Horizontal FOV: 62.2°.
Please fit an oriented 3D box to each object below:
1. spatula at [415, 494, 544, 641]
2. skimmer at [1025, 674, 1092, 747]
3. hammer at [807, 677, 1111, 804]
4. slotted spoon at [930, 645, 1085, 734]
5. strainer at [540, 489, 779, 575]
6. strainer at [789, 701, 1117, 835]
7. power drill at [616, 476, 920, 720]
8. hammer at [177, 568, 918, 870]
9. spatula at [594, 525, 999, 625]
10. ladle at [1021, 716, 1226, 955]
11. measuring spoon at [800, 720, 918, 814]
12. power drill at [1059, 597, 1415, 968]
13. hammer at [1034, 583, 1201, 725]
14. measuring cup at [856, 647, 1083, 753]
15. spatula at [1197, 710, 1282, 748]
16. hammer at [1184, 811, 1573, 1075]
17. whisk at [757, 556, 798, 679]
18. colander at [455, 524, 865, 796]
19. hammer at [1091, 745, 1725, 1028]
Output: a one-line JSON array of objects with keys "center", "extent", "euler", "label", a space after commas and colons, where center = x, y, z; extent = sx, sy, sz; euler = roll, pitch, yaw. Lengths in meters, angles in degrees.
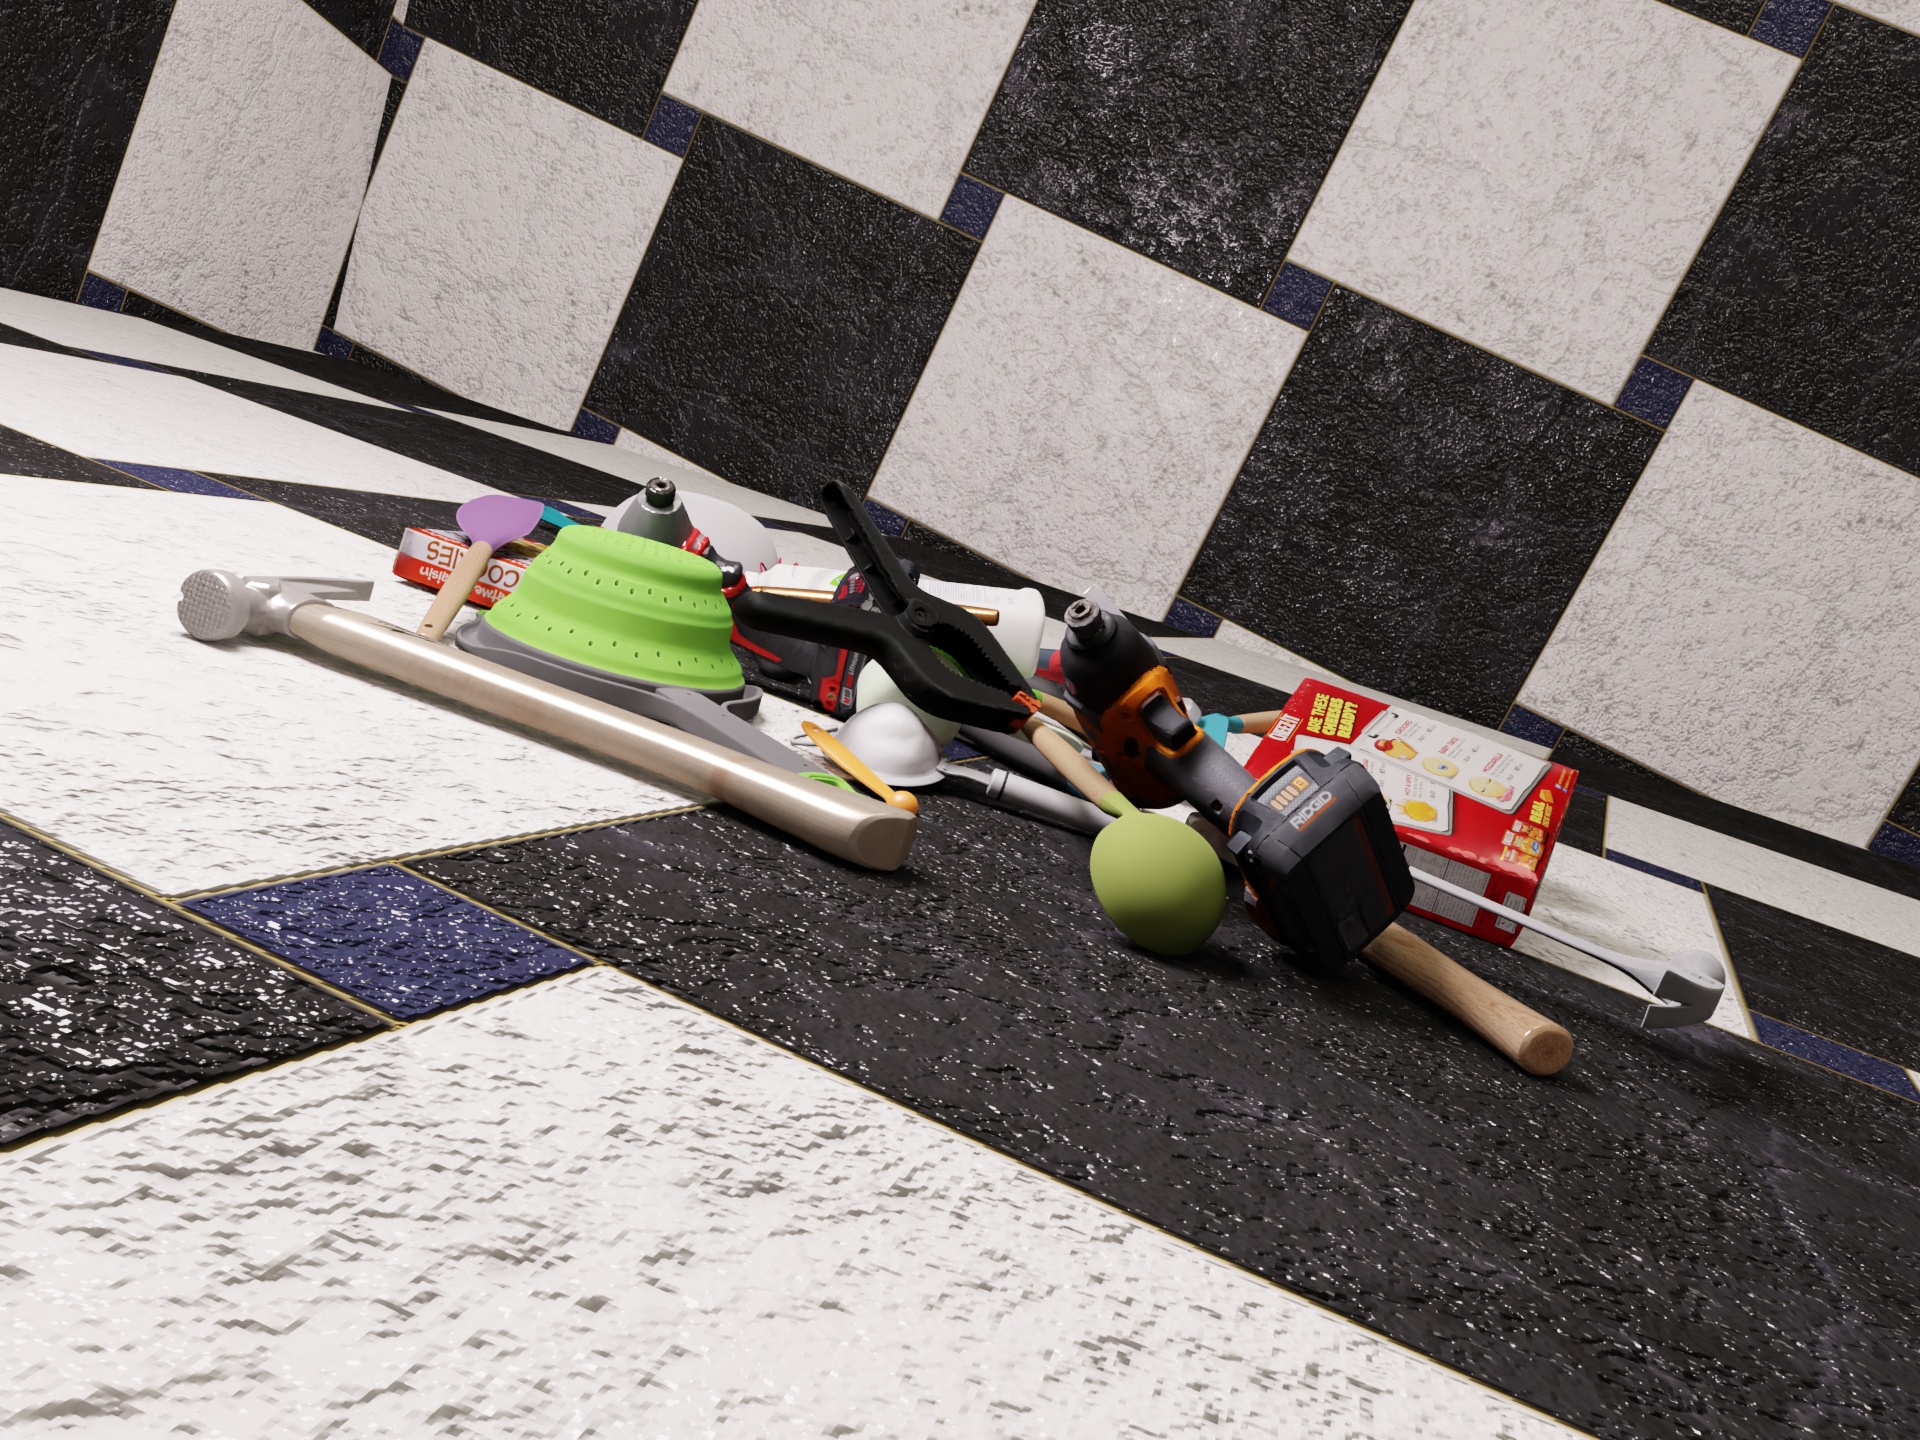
[{"center": [-0.344, -0.112, 1.117], "extent": [0.059, 0.018, 0.316], "euler": [8, 23, -9], "label": "spatula"}, {"center": [0.001, -0.042, 1.478], "extent": [0.127, 0.090, 0.364], "euler": [6, 24, -48], "label": "skimmer"}, {"center": [-0.002, -0.004, 1.240], "extent": [0.128, 0.033, 0.331], "euler": [9, 13, -44], "label": "hammer"}, {"center": [0.082, -0.007, 1.291], "extent": [0.313, 0.031, 0.070], "euler": [23, -11, -35], "label": "slotted spoon"}, {"center": [-0.314, -0.200, 1.627], "extent": [0.341, 0.095, 0.211], "euler": [25, 12, 34], "label": "strainer"}, {"center": [0.017, 0.036, 1.032], "extent": [0.258, 0.050, 0.087], "euler": [20, 25, -1], "label": "strainer"}, {"center": [-0.149, -0.091, 1.160], "extent": [0.219, 0.143, 0.079], "euler": [18, 43, 2], "label": "power drill"}, {"center": [-0.213, -0.005, 0.872], "extent": [0.411, 0.038, 0.146], "euler": [20, 8, 13], "label": "hammer"}, {"center": [-0.127, -0.102, 1.221], "extent": [0.322, 0.041, 0.081], "euler": [6, -20, 12], "label": "spatula"}, {"center": [0.076, 0.052, 0.946], "extent": [0.078, 0.062, 0.320], "euler": [25, 7, -18], "label": "ladle"}, {"center": [-0.063, 0.025, 0.980], "extent": [0.021, 0.011, 0.117], "euler": [6, 24, -45], "label": "measuring spoon"}, {"center": [0.141, 0.024, 0.903], "extent": [0.227, 0.084, 0.164], "euler": [42, -12, 46], "label": "power drill"}, {"center": [0.082, -0.060, 1.434], "extent": [0.143, 0.038, 0.386], "euler": [49, -11, -16], "label": "hammer"}, {"center": [0.008, 0.005, 1.101], "extent": [0.167, 0.083, 0.038], "euler": [18, 40, -11], "label": "measuring cup"}, {"center": [0.249, 0.014, 1.364], "extent": [0.082, 0.044, 0.317], "euler": [-22, -10, 34], "label": "spatula"}, {"center": [0.233, 0.120, 0.942], "extent": [0.130, 0.031, 0.331], "euler": [14, 10, -24], "label": "hammer"}, {"center": [-0.159, -0.086, 1.381], "extent": [0.073, 0.073, 0.296], "euler": [15, 16, -11], "label": "whisk"}, {"center": [-0.172, -0.047, 1.002], "extent": [0.204, 0.094, 0.397], "euler": [8, 13, -42], "label": "colander"}, {"center": [0.261, 0.086, 0.985], "extent": [0.406, 0.035, 0.144], "euler": [24, 10, 26], "label": "hammer"}]
